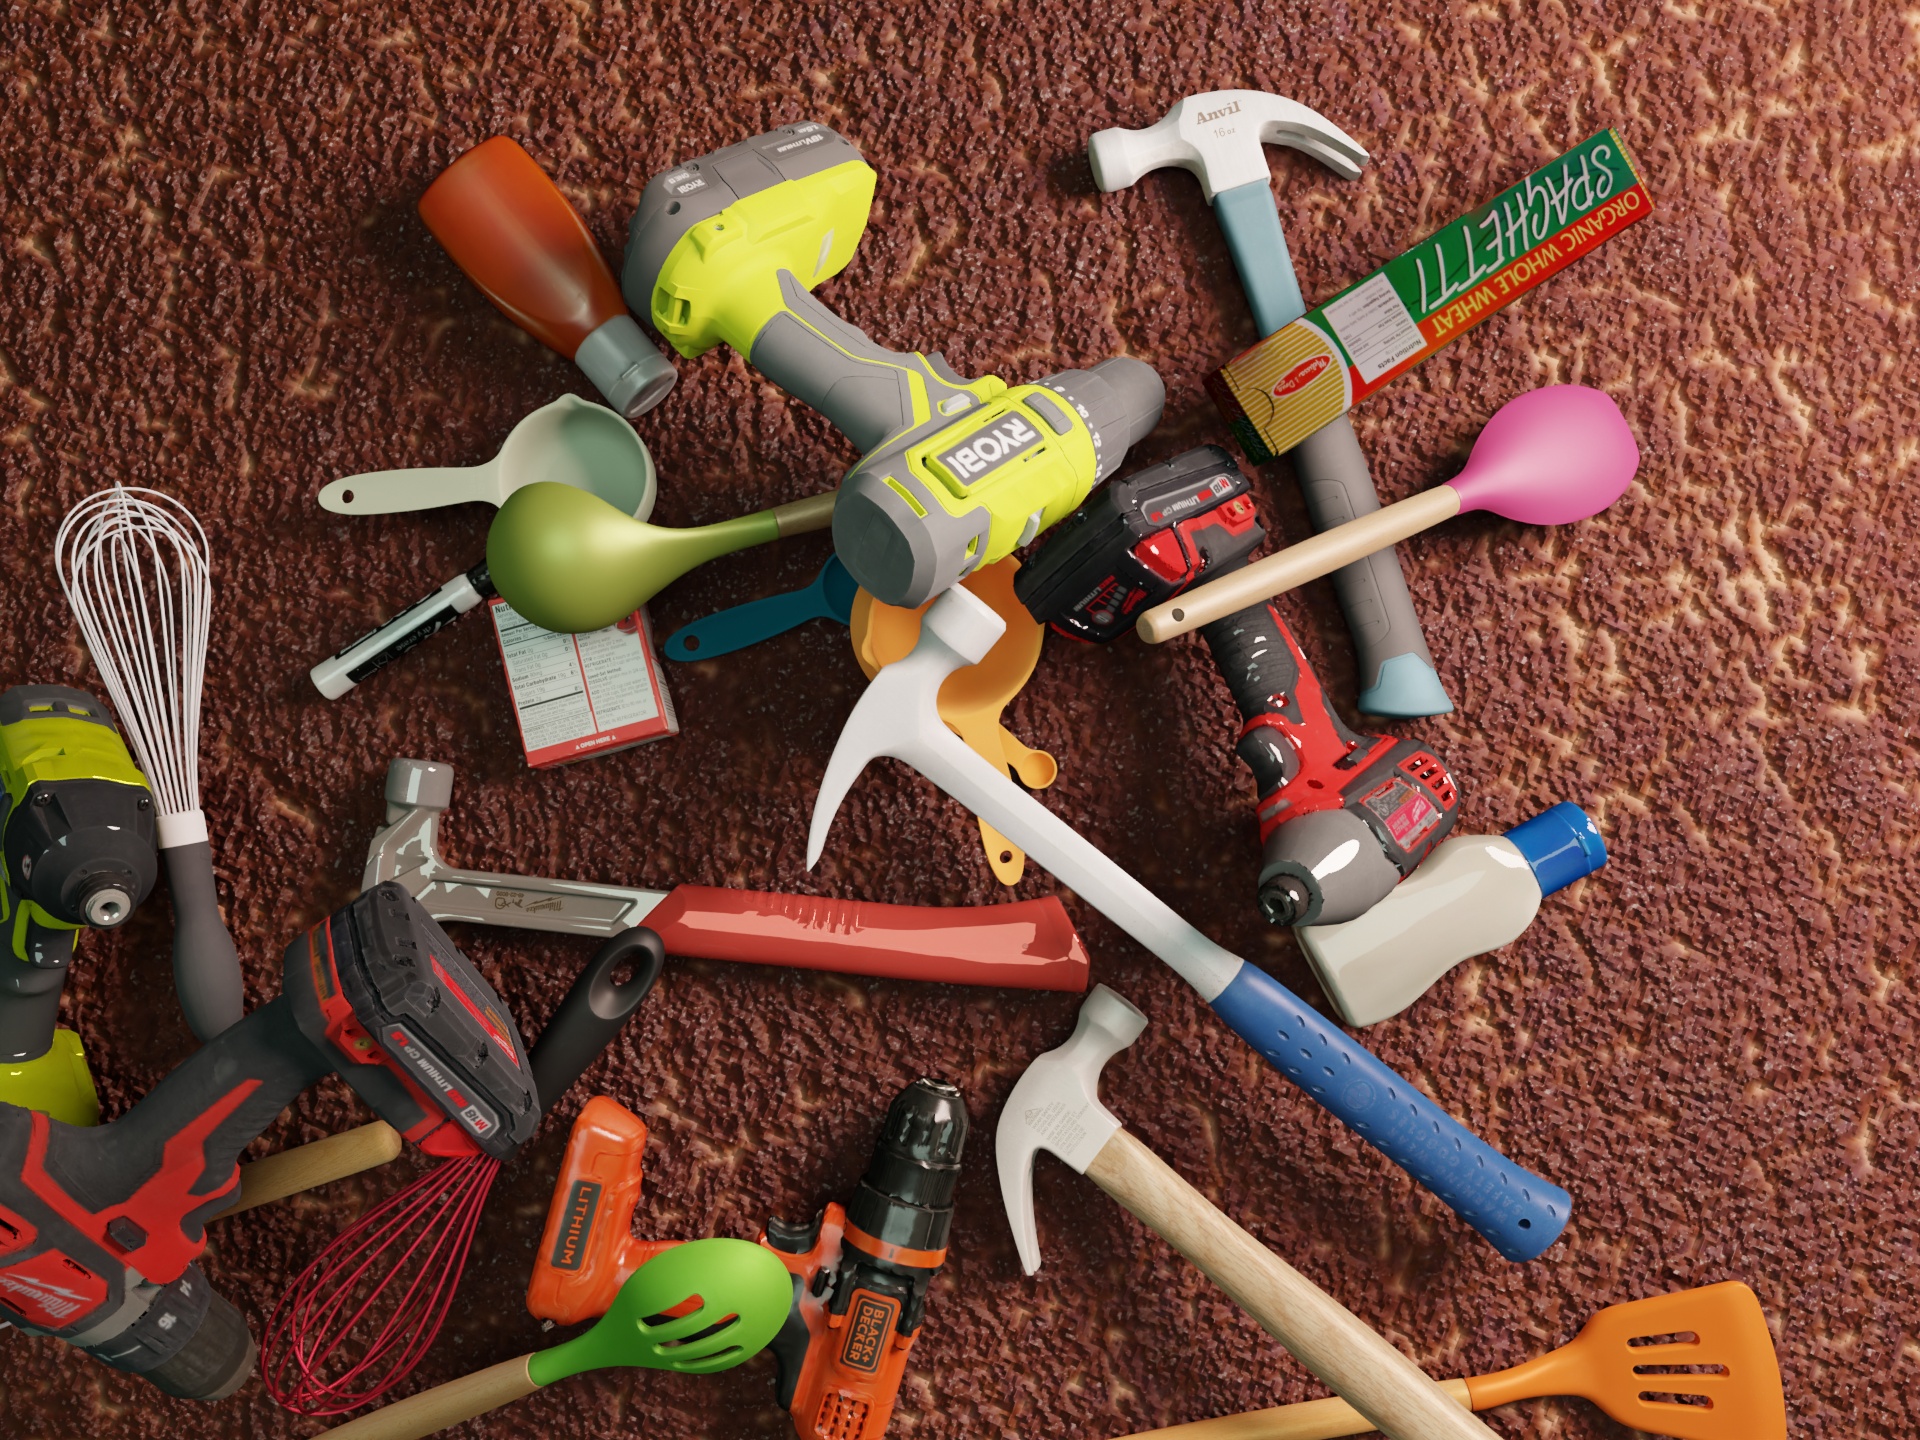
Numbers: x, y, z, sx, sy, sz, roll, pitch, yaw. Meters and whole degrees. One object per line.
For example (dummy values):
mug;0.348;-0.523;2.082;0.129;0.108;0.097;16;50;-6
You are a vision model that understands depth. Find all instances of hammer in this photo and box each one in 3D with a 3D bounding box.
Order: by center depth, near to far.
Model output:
hammer;0.153;0.275;0.733;0.331;0.031;0.130;38;91;18
hammer;0.110;0.118;0.733;0.405;0.035;0.144;39;95;-4
hammer;-0.117;0.110;0.784;0.359;0.036;0.149;6;87;2
hammer;0.173;-0.156;0.792;0.128;0.033;0.331;-17;87;2

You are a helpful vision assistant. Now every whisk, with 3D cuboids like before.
whisk;-0.234;0.216;0.755;0.073;0.073;0.296;38;94;3
whisk;-0.396;0.246;0.787;0.245;0.051;0.047;-18;107;-3
whisk;-0.392;0.022;0.789;0.070;0.070;0.284;-10;91;1

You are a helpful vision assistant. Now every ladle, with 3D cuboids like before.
ladle;-0.068;-0.108;0.775;0.320;0.062;0.078;-16;130;-14

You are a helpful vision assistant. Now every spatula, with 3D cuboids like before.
spatula;0.220;0.329;0.760;0.322;0.041;0.081;-11;87;2

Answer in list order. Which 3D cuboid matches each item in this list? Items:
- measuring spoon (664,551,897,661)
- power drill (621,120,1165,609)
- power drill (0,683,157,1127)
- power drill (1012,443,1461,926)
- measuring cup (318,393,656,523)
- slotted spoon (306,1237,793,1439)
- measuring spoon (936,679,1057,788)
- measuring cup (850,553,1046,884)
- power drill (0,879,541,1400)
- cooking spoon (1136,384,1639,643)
measuring spoon;-0.089;-0.055;0.805;0.128;0.021;0.042;-18;97;10
power drill;-0.028;-0.174;0.746;0.228;0.080;0.190;45;55;13
power drill;-0.415;0.116;0.714;0.171;0.080;0.223;35;112;45
power drill;0.130;-0.010;0.731;0.220;0.143;0.078;55;134;6
measuring cup;-0.235;-0.116;0.800;0.167;0.038;0.083;-4;87;3
slotted spoon;-0.214;0.310;0.738;0.314;0.031;0.070;-26;111;18
measuring spoon;-0.001;-0.003;0.801;0.117;0.011;0.021;35;78;7
measuring cup;-0.001;-0.006;0.776;0.095;0.052;0.173;-16;103;-17
power drill;-0.299;0.193;0.686;0.226;0.080;0.187;-31;129;-8
cooking spoon;0.207;-0.093;0.729;0.319;0.017;0.069;-23;86;-27
